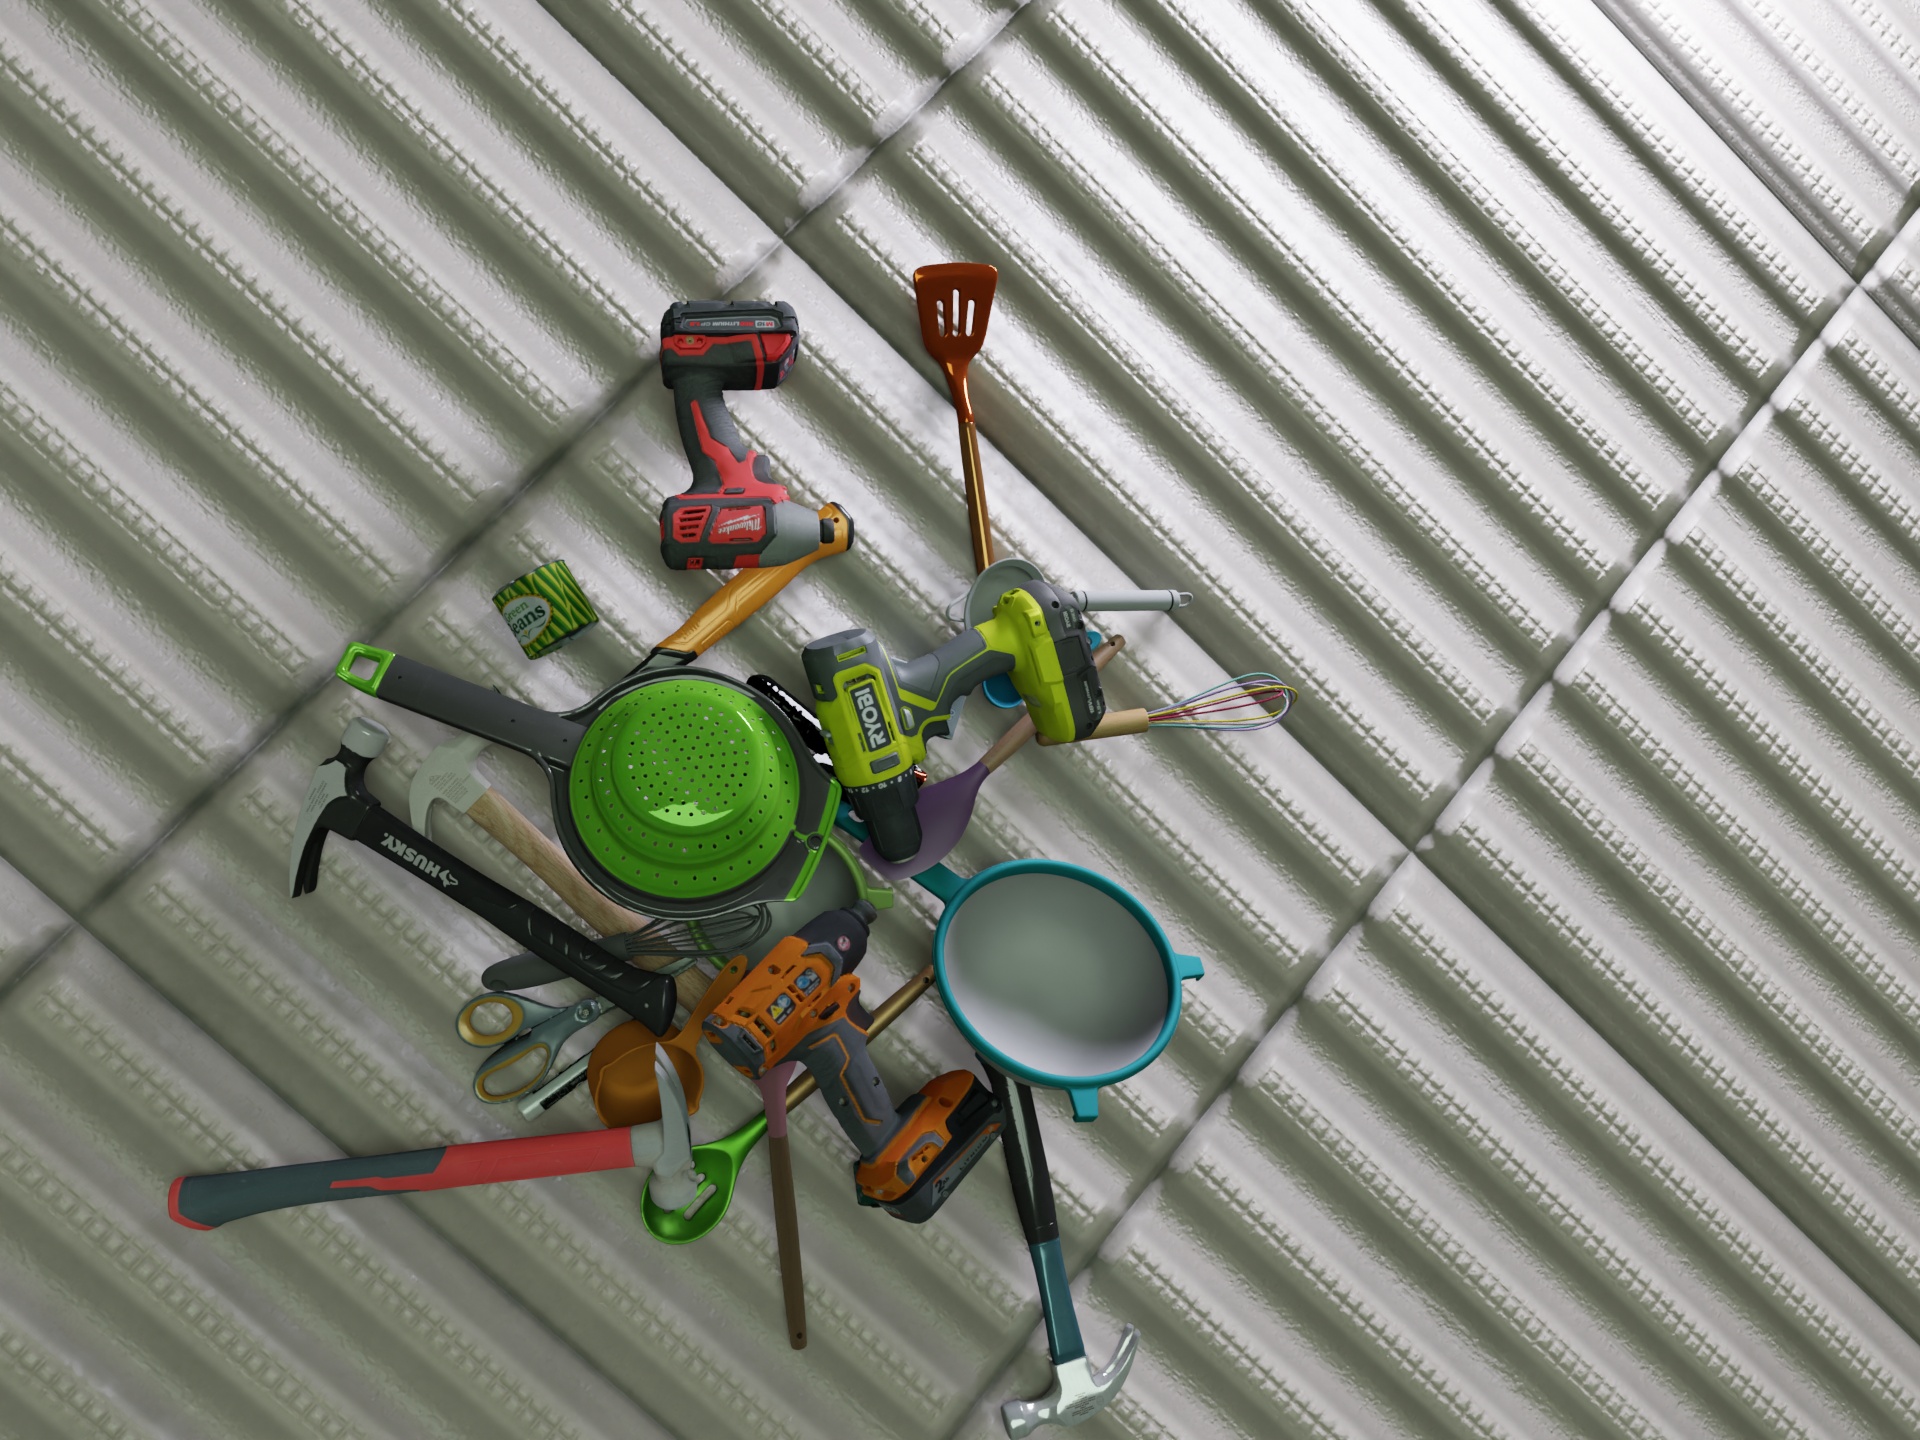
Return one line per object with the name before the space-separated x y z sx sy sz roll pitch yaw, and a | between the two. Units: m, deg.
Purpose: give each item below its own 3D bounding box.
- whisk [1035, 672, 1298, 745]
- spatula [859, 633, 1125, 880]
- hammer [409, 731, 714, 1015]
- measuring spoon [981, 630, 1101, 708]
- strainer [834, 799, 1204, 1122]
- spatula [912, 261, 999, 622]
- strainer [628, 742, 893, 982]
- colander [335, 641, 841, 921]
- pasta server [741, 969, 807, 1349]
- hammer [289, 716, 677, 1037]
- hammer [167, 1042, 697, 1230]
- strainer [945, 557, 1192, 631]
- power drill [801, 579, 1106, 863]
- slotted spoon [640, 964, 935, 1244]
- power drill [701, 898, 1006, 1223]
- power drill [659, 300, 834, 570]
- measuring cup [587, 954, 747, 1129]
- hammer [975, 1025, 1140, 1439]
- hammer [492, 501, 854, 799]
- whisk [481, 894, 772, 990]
whisk | 0.186 -0.006 1.421 0.245 0.047 0.051 -8 87 -11
spatula | 0.039 0.026 1.370 0.060 0.018 0.316 39 66 17
hammer | -0.304 0.142 1.283 0.331 0.031 0.130 44 93 -10
measuring spoon | 0.072 -0.048 1.414 0.128 0.021 0.042 -28 89 -24
strainer | 0.020 0.191 1.340 0.340 0.095 0.211 35 50 14
spatula | 0.011 -0.240 1.404 0.081 0.041 0.322 -7 87 -21
strainer | -0.184 0.103 1.299 0.151 0.069 0.256 -43 98 12
colander | -0.283 0.013 1.197 0.397 0.094 0.205 21 68 -3
pasta server | -0.146 0.357 1.287 0.060 0.040 0.316 -7 99 -12
hammer | -0.364 0.144 1.226 0.335 0.035 0.146 32 97 4
hammer | -0.401 0.329 1.208 0.386 0.038 0.143 -5 119 -5
strainer | 0.095 -0.104 1.400 0.258 0.050 0.086 -2 114 -25
power drill | -0.002 -0.004 1.301 0.228 0.080 0.190 -22 105 -19
slotted spoon | -0.136 0.311 1.320 0.314 0.031 0.070 -40 94 -16
power drill | -0.071 0.260 1.242 0.226 0.084 0.164 49 65 -10
power drill | -0.181 -0.232 1.323 0.143 0.078 0.220 -2 78 -10
measuring cup | -0.229 0.247 1.267 0.095 0.052 0.173 34 93 -33
hammer | 0.066 0.428 1.351 0.128 0.033 0.331 -11 87 -13
hammer | -0.227 -0.078 1.335 0.337 0.034 0.127 -41 95 -14
whisk | -0.264 0.177 1.252 0.239 0.055 0.055 -14 88 4
